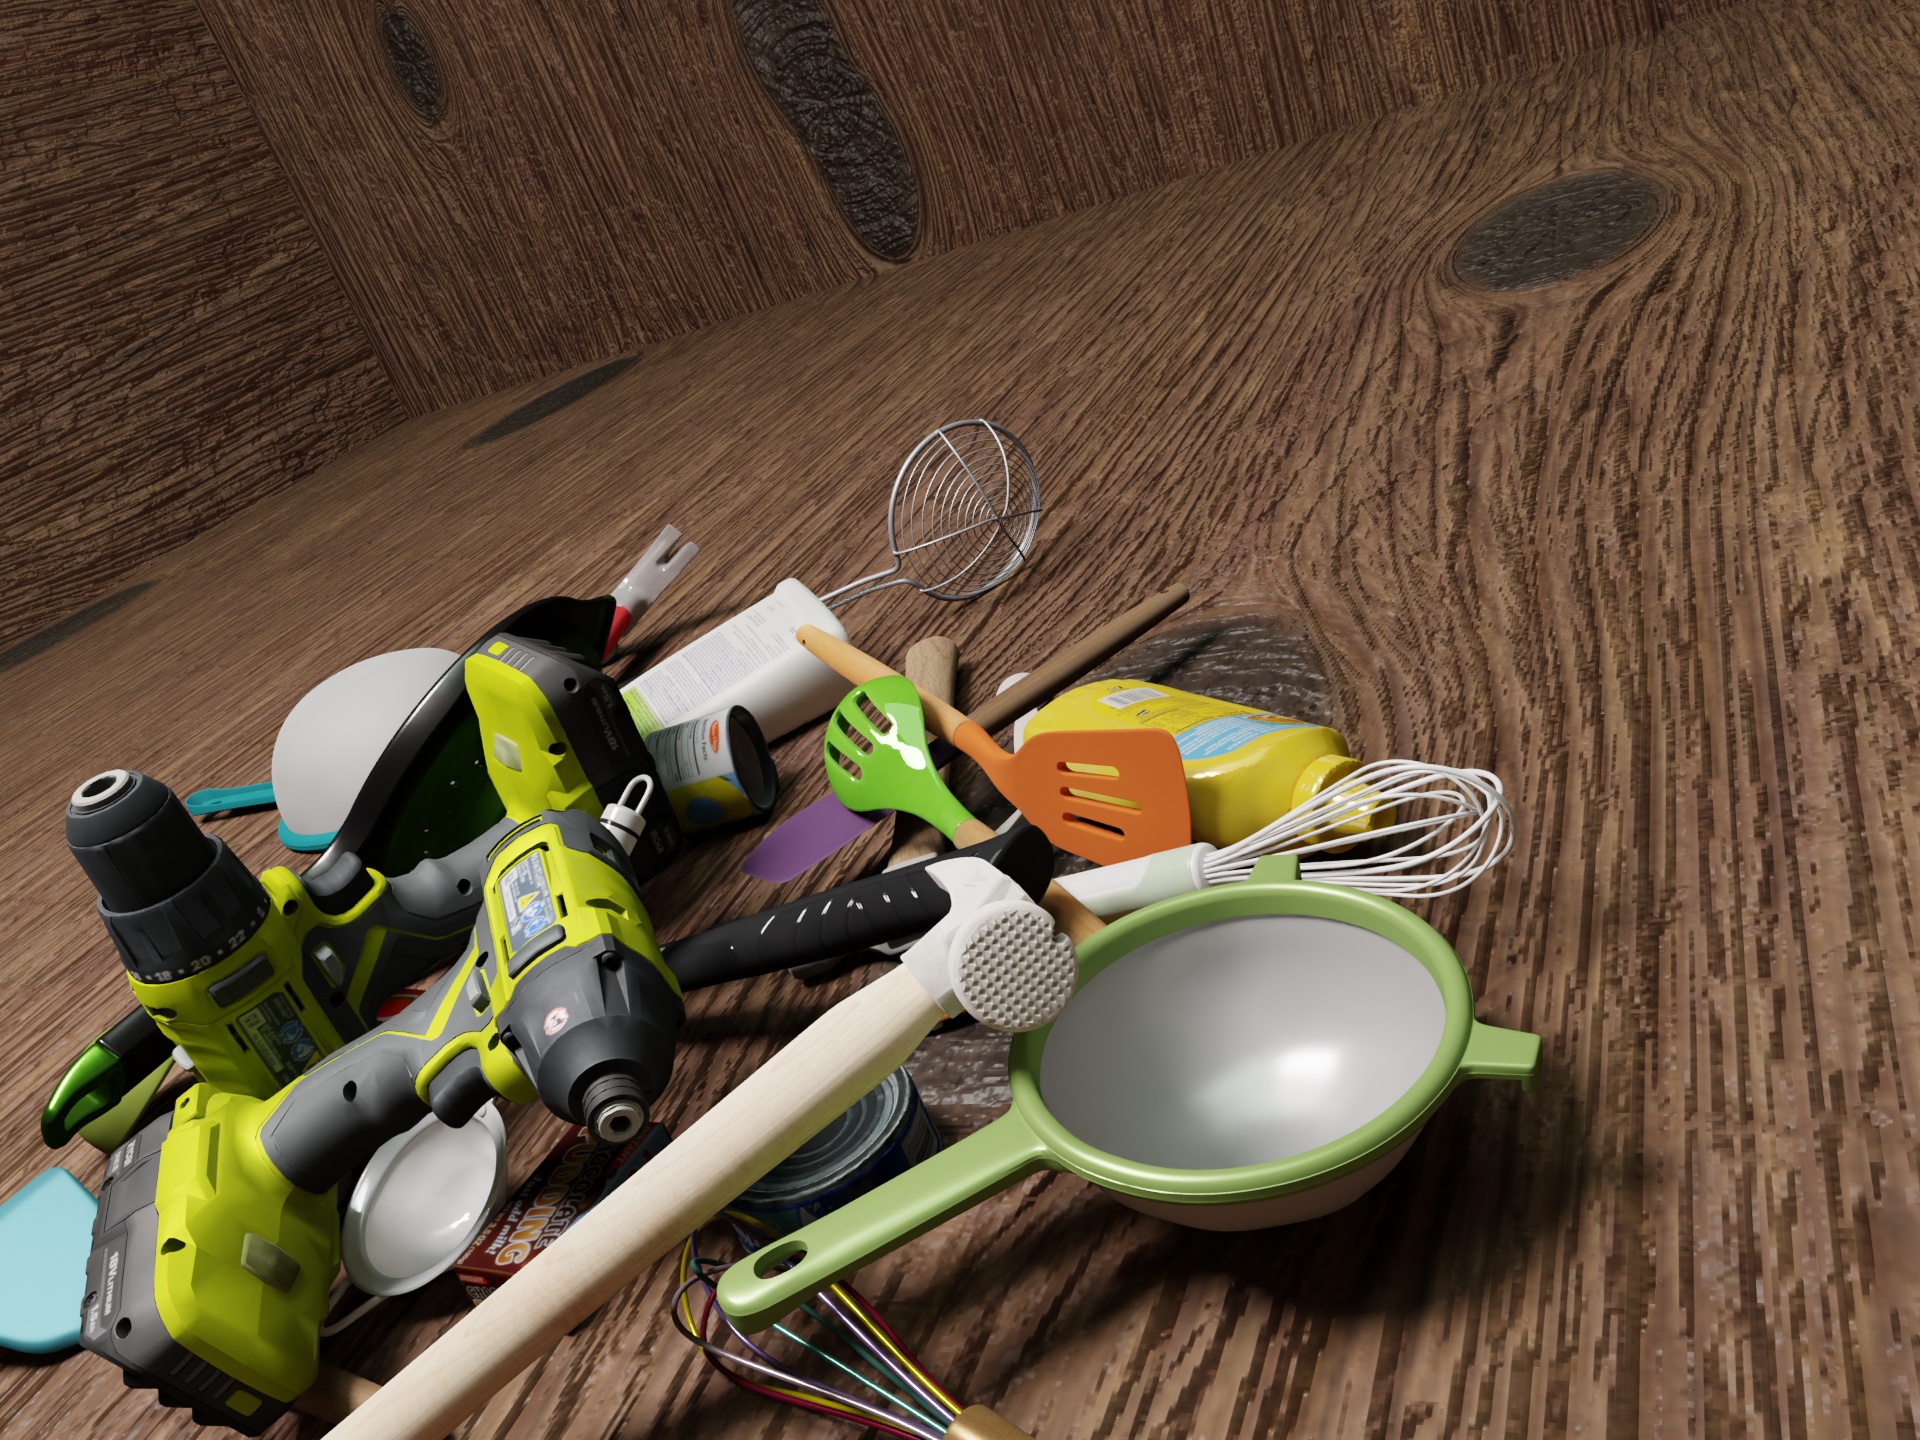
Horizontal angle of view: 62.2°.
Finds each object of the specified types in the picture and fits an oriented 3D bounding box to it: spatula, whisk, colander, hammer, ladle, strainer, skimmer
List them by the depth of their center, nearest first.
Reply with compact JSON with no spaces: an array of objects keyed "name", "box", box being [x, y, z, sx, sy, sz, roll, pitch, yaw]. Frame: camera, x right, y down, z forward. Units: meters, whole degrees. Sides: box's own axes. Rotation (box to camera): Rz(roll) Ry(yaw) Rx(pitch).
[{"name":"whisk","box":[-0.013,0.210,0.478,0.245,0.051,0.047,12,61,46]},{"name":"strainer","box":[0.049,0.144,0.514,0.256,0.069,0.152,-25,27,-12]},{"name":"hammer","box":[-0.137,0.189,0.518,0.410,0.038,0.146,-39,7,-6]},{"name":"whisk","box":[0.107,0.059,0.643,0.246,0.059,0.058,-19,31,41]},{"name":"spatula","box":[-0.317,0.247,0.647,0.317,0.044,0.082,-2,35,36]},{"name":"strainer","box":[-0.189,0.138,0.676,0.087,0.050,0.258,8,67,40]},{"name":"hammer","box":[-0.106,0.102,0.716,0.335,0.035,0.146,-20,26,29]},{"name":"spatula","box":[-0.001,-0.003,0.791,0.041,0.081,0.323,-21,28,-24]},{"name":"colander","box":[-0.268,0.085,0.804,0.397,0.094,0.204,-51,-8,-46]},{"name":"spatula","box":[0.014,0.000,0.846,0.316,0.018,0.060,-33,25,-30]},{"name":"hammer","box":[-0.018,0.026,0.880,0.130,0.031,0.331,-18,23,9]},{"name":"ladle","box":[-0.334,0.148,0.896,0.320,0.062,0.078,-22,15,-19]},{"name":"hammer","box":[-0.289,-0.011,1.135,0.143,0.038,0.387,-43,16,29]},{"name":"skimmer","box":[-0.110,-0.096,1.150,0.363,0.127,0.090,-23,39,18]},{"name":"strainer","box":[-0.498,0.014,1.242,0.340,0.095,0.211,-9,26,24]}]

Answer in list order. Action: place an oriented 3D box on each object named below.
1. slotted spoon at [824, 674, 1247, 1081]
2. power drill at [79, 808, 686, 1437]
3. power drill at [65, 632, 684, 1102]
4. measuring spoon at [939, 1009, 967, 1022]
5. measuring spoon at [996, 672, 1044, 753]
[{"name":"slotted spoon","box":[0.018,0.060,0.695,0.314,0.031,0.070,39,102,47]},{"name":"power drill","box":[-0.205,0.147,0.587,0.223,0.080,0.171,-39,33,0]},{"name":"power drill","box":[-0.249,0.059,0.696,0.228,0.190,0.080,-38,37,-30]},{"name":"measuring spoon","box":[0.027,0.115,0.679,0.117,0.011,0.021,-22,7,7]},{"name":"measuring spoon","box":[0.037,0.001,0.904,0.034,0.018,0.124,-19,24,6]}]
